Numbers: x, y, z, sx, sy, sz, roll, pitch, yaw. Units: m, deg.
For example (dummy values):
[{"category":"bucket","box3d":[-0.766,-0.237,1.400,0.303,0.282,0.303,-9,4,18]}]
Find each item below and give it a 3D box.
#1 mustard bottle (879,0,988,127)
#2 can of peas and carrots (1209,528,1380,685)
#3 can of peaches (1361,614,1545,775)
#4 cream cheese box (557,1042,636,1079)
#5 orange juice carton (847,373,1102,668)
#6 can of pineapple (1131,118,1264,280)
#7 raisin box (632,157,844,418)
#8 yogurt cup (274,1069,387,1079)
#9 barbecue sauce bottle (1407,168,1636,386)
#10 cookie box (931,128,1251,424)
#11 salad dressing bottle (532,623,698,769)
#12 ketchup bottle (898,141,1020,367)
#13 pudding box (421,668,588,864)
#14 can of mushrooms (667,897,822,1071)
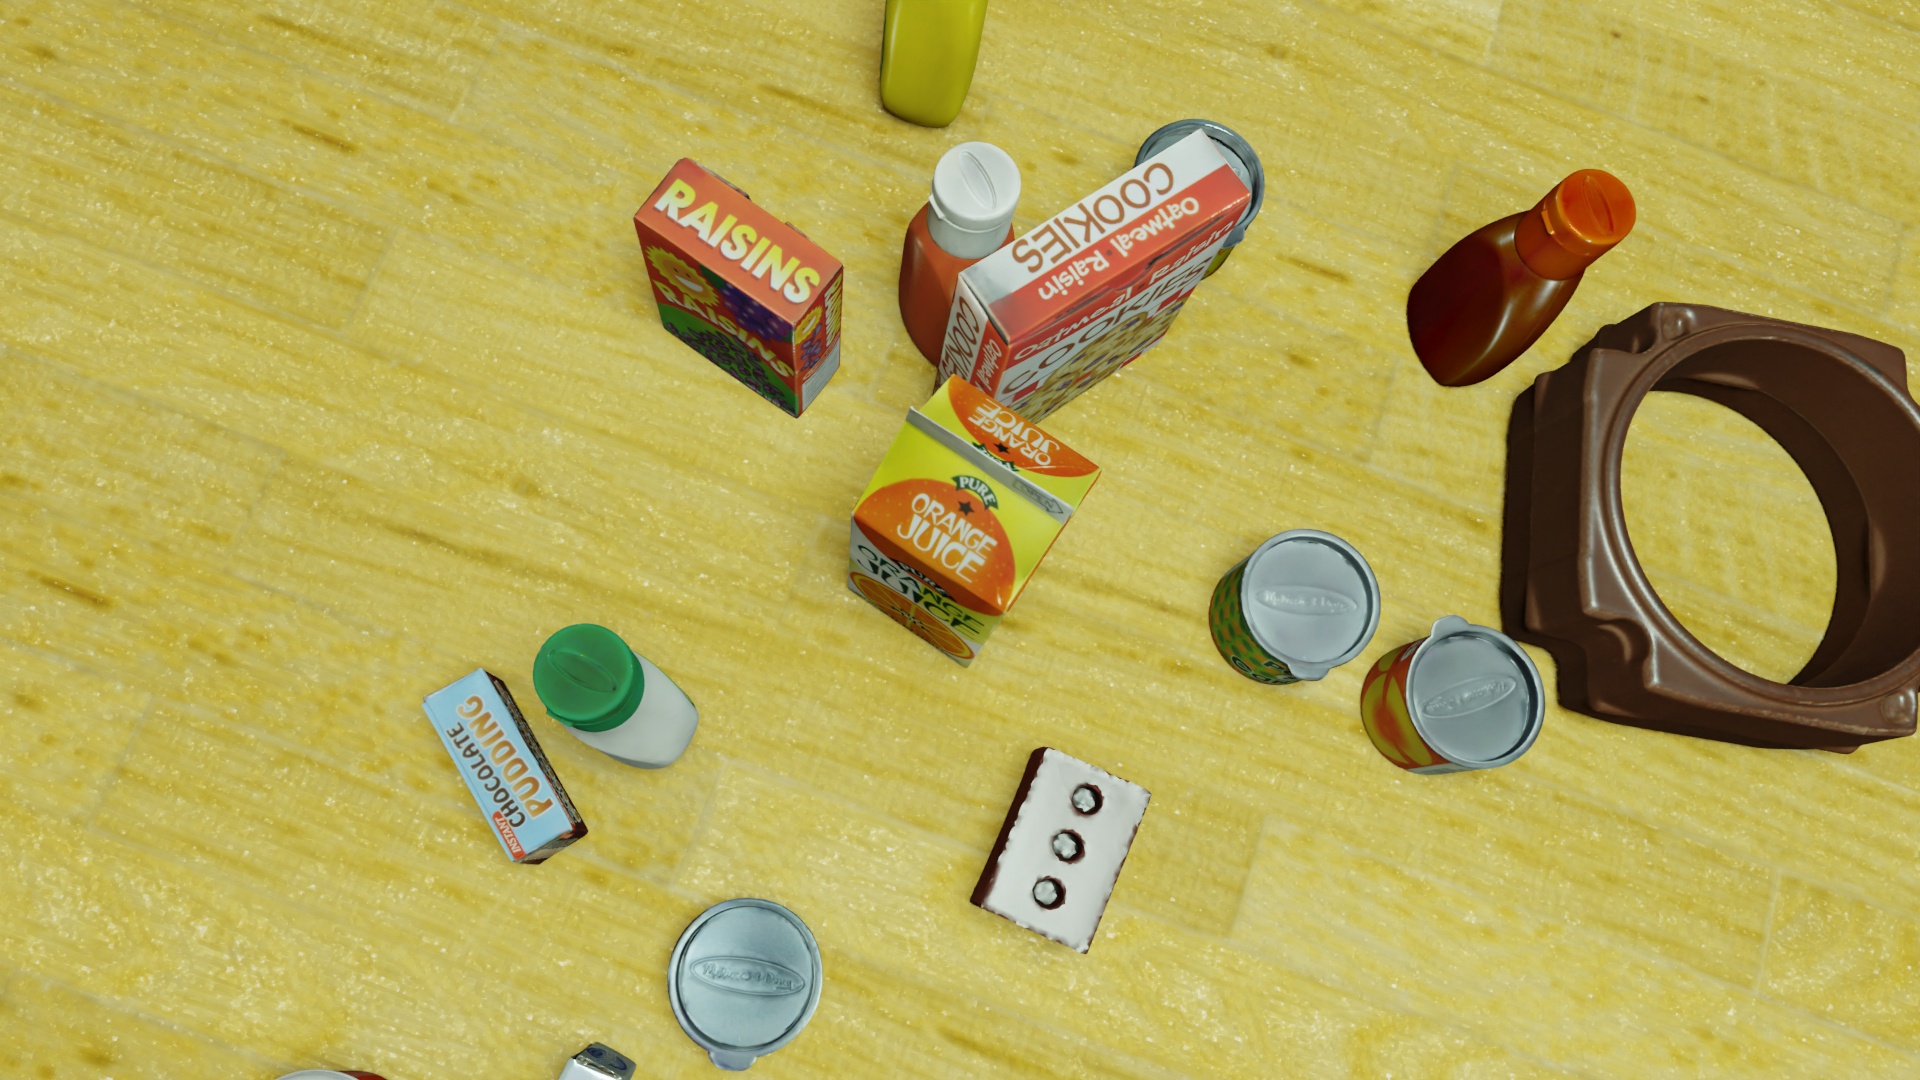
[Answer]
[{"category":"mustard bottle","box3d":[-0.011,-0.260,0.664,0.049,0.160,0.065,12,76,-2]},{"category":"can of peas and carrots","box3d":[0.157,0.035,0.659,0.071,0.058,0.071,1,76,-5]},{"category":"can of peaches","box3d":[0.230,0.074,0.657,0.071,0.058,0.071,1,76,-5]},{"category":"cream cheese box","box3d":[-0.171,0.263,0.573,0.024,0.053,0.104,25,75,1]},{"category":"orange juice carton","box3d":[0.002,-0.007,0.585,0.072,0.192,0.073,34,76,3]},{"category":"can of pineapple","box3d":[0.115,-0.169,0.707,0.071,0.057,0.071,1,76,-5]},{"category":"raisin box","box3d":[-0.098,-0.112,0.637,0.086,0.123,0.040,35,76,3]},{"category":"yogurt cup","box3d":[-0.258,0.249,0.567,0.072,0.054,0.072,1,76,-5]},{"category":"barbecue sauce bottle","box3d":[0.264,-0.126,0.664,0.044,0.148,0.065,-11,78,-8]},{"category":"cookie box","box3d":[0.052,-0.102,0.627,0.123,0.167,0.040,-34,82,-12]},{"category":"salad dressing bottle","box3d":[-0.144,0.065,0.576,0.064,0.147,0.044,29,76,2]},{"category":"ketchup bottle","box3d":[0.000,-0.130,0.638,0.043,0.148,0.065,-26,80,-11]},{"category":"pudding box","box3d":[-0.200,0.100,0.612,0.030,0.049,0.084,-31,81,-12]},{"category":"can of mushrooms","box3d":[-0.094,0.193,0.608,0.071,0.033,0.071,1,76,-5]}]
